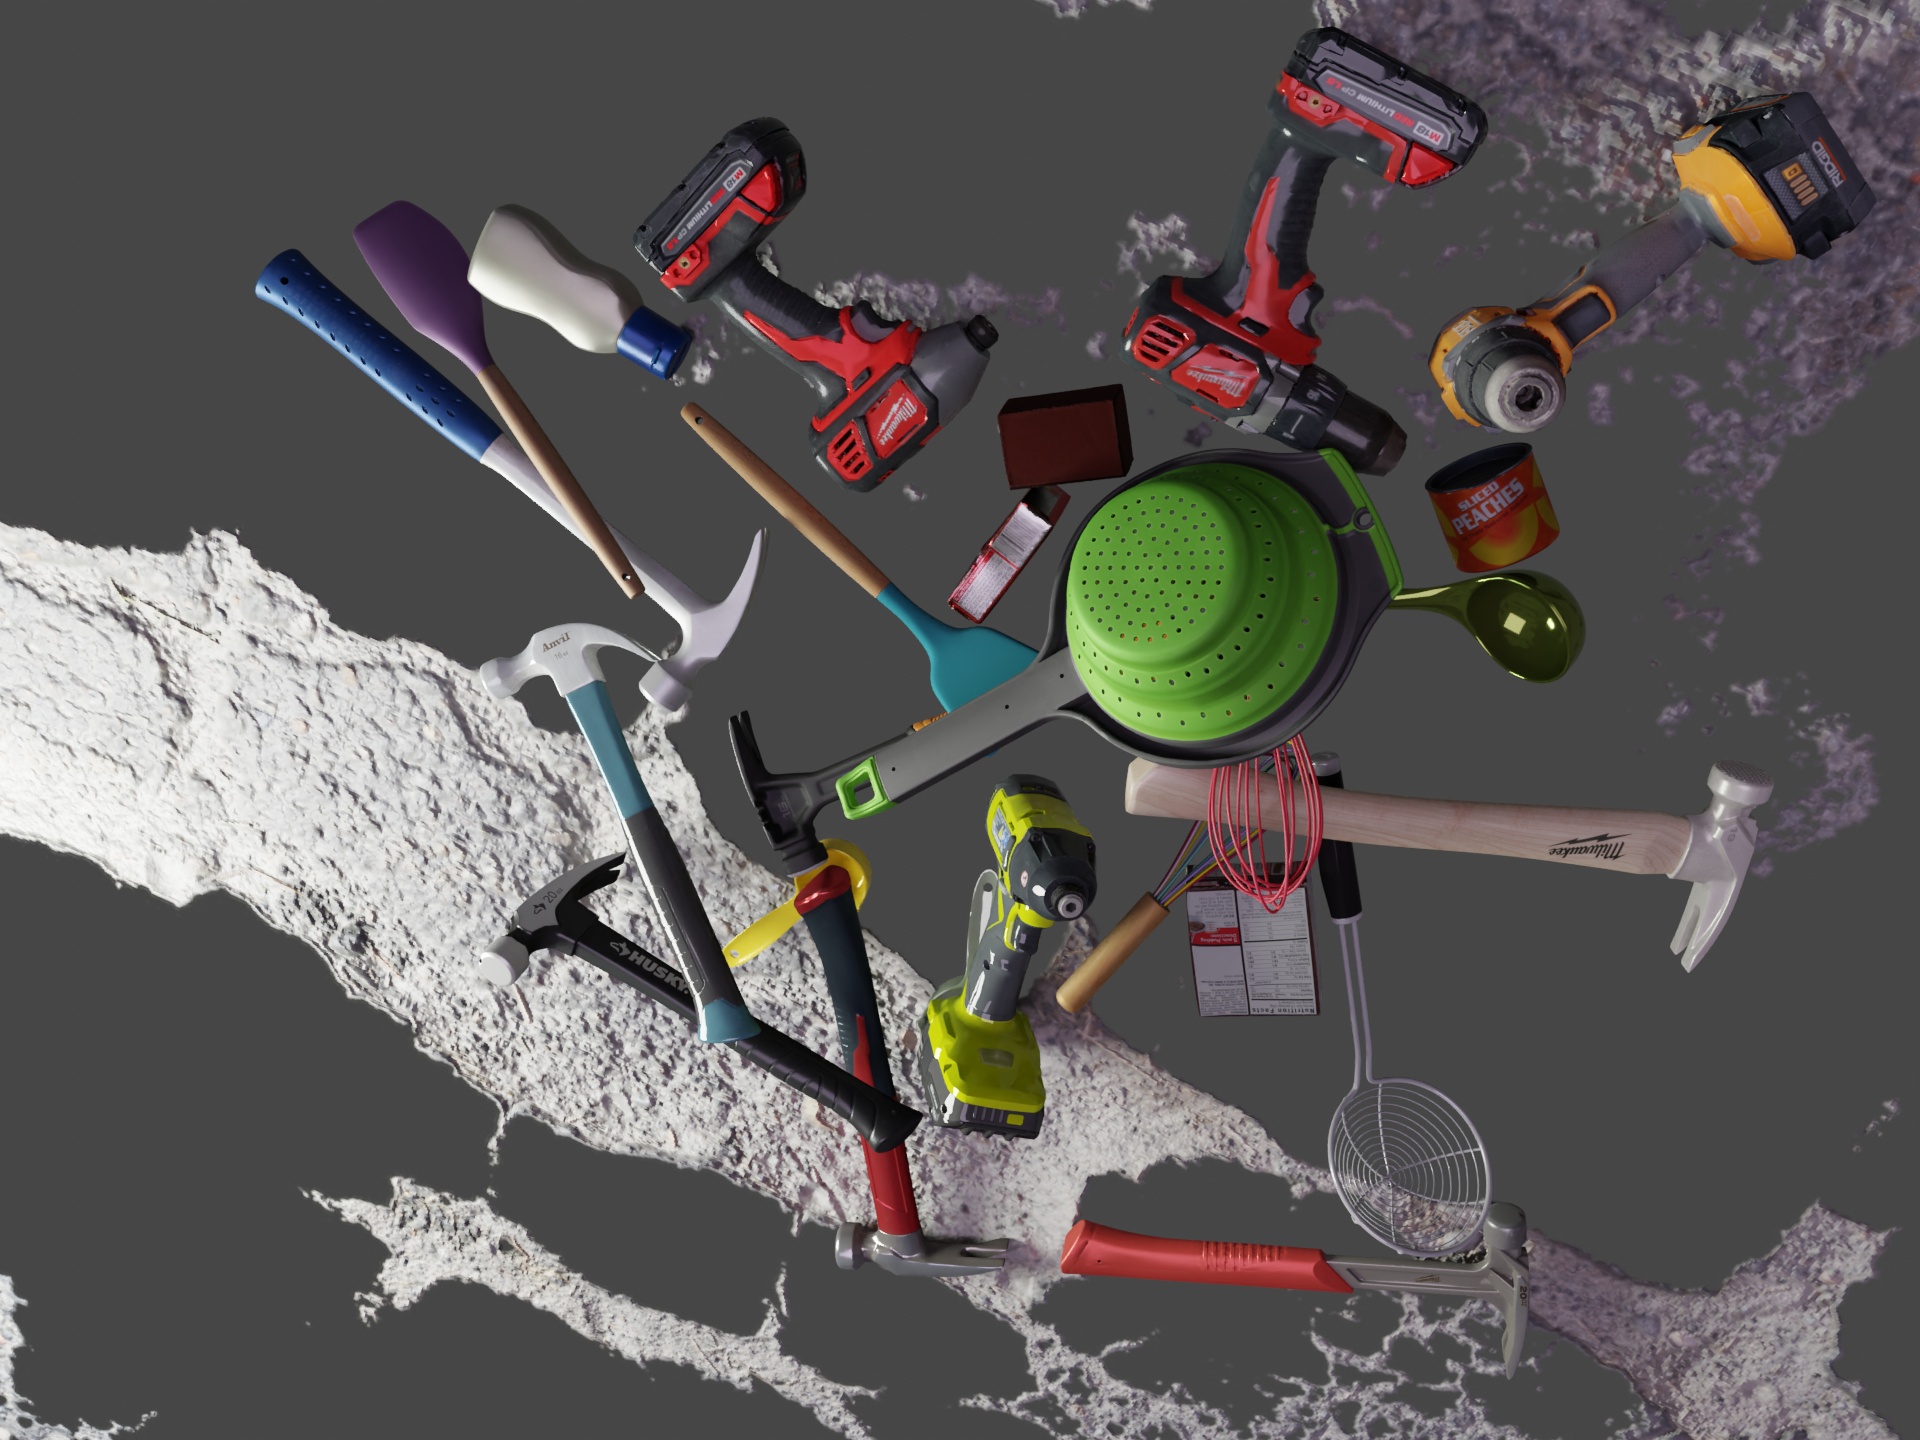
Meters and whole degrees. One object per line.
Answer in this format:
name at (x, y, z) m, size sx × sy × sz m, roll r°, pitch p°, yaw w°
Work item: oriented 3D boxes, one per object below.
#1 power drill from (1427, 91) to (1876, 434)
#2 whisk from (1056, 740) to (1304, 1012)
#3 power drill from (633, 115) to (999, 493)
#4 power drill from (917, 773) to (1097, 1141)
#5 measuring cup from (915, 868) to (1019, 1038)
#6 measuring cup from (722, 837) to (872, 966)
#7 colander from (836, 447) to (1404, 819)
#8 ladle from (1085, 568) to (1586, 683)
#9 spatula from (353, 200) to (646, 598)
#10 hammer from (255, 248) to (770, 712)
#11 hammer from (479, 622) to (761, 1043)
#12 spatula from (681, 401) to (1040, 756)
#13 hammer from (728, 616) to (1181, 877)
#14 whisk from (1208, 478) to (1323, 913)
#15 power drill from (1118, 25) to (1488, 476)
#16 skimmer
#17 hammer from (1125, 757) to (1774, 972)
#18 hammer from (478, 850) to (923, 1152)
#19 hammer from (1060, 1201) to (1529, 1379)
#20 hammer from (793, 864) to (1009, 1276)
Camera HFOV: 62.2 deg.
power drill at (0.365, -0.238, 0.865) m, size 0.226 × 0.185 × 0.084 m, roll -35°, pitch 100°, yaw 20°
whisk at (0.151, 0.108, 1.106) m, size 0.047 × 0.051 × 0.245 m, roll 44°, pitch 99°, yaw 18°
power drill at (-0.086, -0.266, 1.013) m, size 0.143 × 0.079 × 0.219 m, roll -37°, pitch 103°, yaw 24°
power drill at (0.037, 0.167, 1.096) m, size 0.080 × 0.171 × 0.223 m, roll 11°, pitch 106°, yaw -12°
measuring cup at (0.014, 0.188, 1.208) m, size 0.083 × 0.038 × 0.167 m, roll 8°, pitch 103°, yaw 7°
measuring cup at (-0.129, 0.143, 1.223) m, size 0.156 × 0.029 × 0.062 m, roll -38°, pitch 100°, yaw 26°
colander at (0.065, -0.041, 0.977) m, size 0.397 × 0.094 × 0.205 m, roll -29°, pitch 66°, yaw 21°
ladle at (0.236, -0.073, 1.034) m, size 0.320 × 0.062 × 0.078 m, roll 6°, pitch 139°, yaw 14°
spatula at (-0.304, -0.216, 1.073) m, size 0.060 × 0.018 × 0.316 m, roll -34°, pitch 89°, yaw -5°
hammer at (-0.312, -0.187, 1.104) m, size 0.405 × 0.035 × 0.144 m, roll 39°, pitch 96°, yaw -2°
hammer at (-0.229, 0.081, 1.149) m, size 0.128 × 0.033 × 0.331 m, roll -26°, pitch 83°, yaw 8°
spatula at (-0.071, -0.108, 1.084) m, size 0.317 × 0.044 × 0.082 m, roll 42°, pitch 92°, yaw -1°
hammer at (-0.002, -0.004, 1.120) m, size 0.337 × 0.034 × 0.127 m, roll -23°, pitch 93°, yaw 17°
whisk at (0.187, -0.027, 0.996) m, size 0.073 × 0.073 × 0.296 m, roll -3°, pitch 78°, yaw 14°
power drill at (0.221, -0.268, 0.943) m, size 0.188 × 0.080 × 0.226 m, roll 28°, pitch 119°, yaw 0°
skimmer at (0.299, 0.199, 1.115) m, size 0.127 × 0.090 × 0.363 m, roll -19°, pitch 108°, yaw -23°
hammer at (0.312, 0.077, 1.051) m, size 0.410 × 0.038 × 0.146 m, roll 7°, pitch 114°, yaw -1°
hammer at (-0.177, 0.218, 1.183) m, size 0.335 × 0.146 × 0.035 m, roll 30°, pitch 128°, yaw 4°
hammer at (0.259, 0.440, 1.257) m, size 0.359 × 0.037 × 0.149 m, roll 0°, pitch 112°, yaw 12°
hammer at (-0.055, 0.284, 1.242) m, size 0.143 × 0.038 × 0.386 m, roll -2°, pitch 117°, yaw 12°
